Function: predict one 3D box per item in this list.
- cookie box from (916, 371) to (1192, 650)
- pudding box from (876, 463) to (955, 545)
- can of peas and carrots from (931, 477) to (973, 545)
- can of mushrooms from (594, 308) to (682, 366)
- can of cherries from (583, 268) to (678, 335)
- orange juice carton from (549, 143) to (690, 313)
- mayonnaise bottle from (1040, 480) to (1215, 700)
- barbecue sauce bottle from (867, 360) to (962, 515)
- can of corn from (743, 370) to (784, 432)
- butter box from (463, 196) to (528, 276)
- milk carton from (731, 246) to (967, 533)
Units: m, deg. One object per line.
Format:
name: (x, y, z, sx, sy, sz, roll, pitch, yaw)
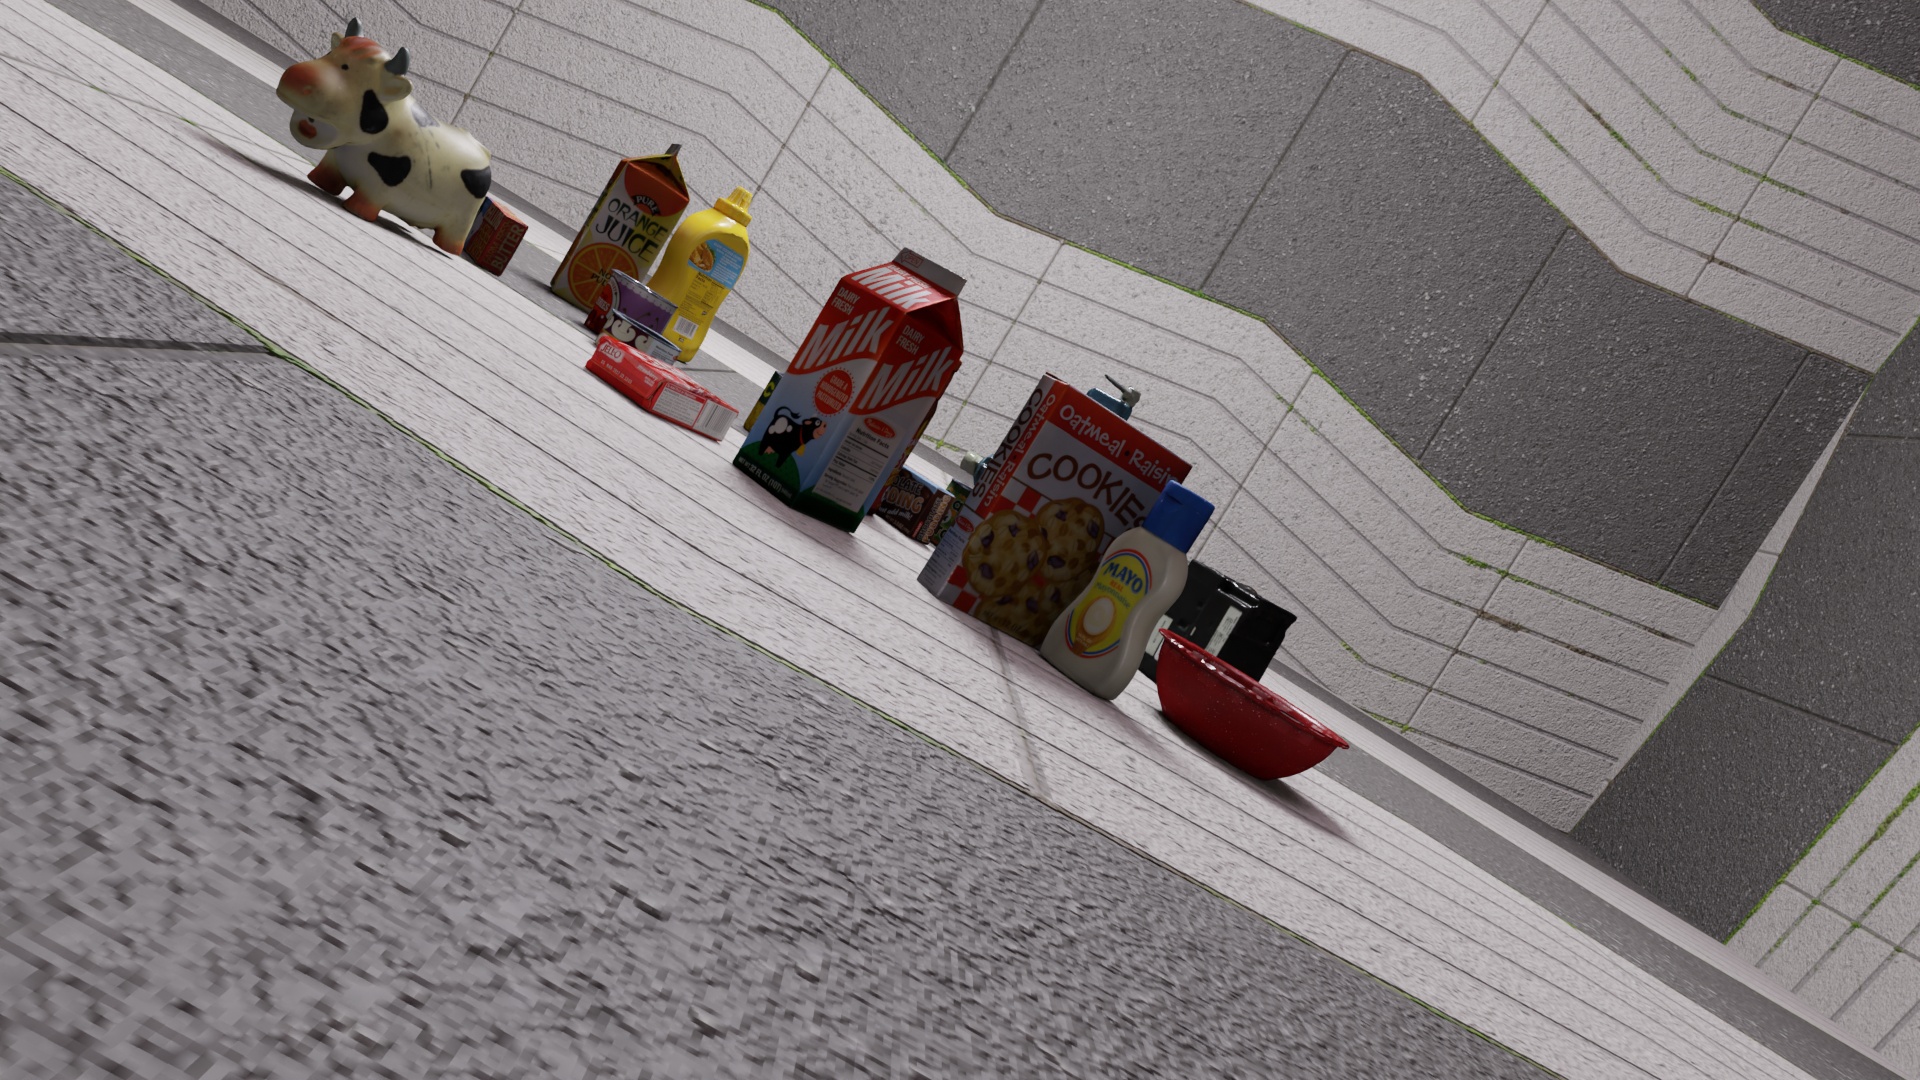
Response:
cookie box: (0.066, -0.014, 0.954, 0.123, 0.167, 0.040, 29, 5, -30)
pudding box: (-0.049, -0.038, 1.192, 0.084, 0.049, 0.030, 35, 5, 39)
can of peas and carrots: (0.004, -0.016, 1.246, 0.071, 0.058, 0.071, 31, 4, -3)
can of mushrooms: (-0.275, -0.166, 1.176, 0.071, 0.033, 0.071, 31, 5, -3)
can of cherries: (-0.304, -0.208, 1.274, 0.071, 0.058, 0.071, 31, 4, -3)
orange juice carton: (-0.336, -0.319, 1.407, 0.073, 0.192, 0.072, 30, 4, -24)
mayonnaise bottle: (0.116, 0.031, 0.930, 0.065, 0.148, 0.041, 35, 5, 36)
barbecue sauce bottle: (-0.052, -0.094, 1.143, 0.044, 0.148, 0.065, 32, 4, 5)
can of corn: (-0.151, -0.110, 1.231, 0.071, 0.058, 0.071, 31, 4, -3)
butter box: (-0.423, -0.276, 1.256, 0.024, 0.053, 0.104, 29, 5, -35)
milk carton: (-0.067, -0.109, 0.955, 0.072, 0.190, 0.073, 35, 5, 37)
